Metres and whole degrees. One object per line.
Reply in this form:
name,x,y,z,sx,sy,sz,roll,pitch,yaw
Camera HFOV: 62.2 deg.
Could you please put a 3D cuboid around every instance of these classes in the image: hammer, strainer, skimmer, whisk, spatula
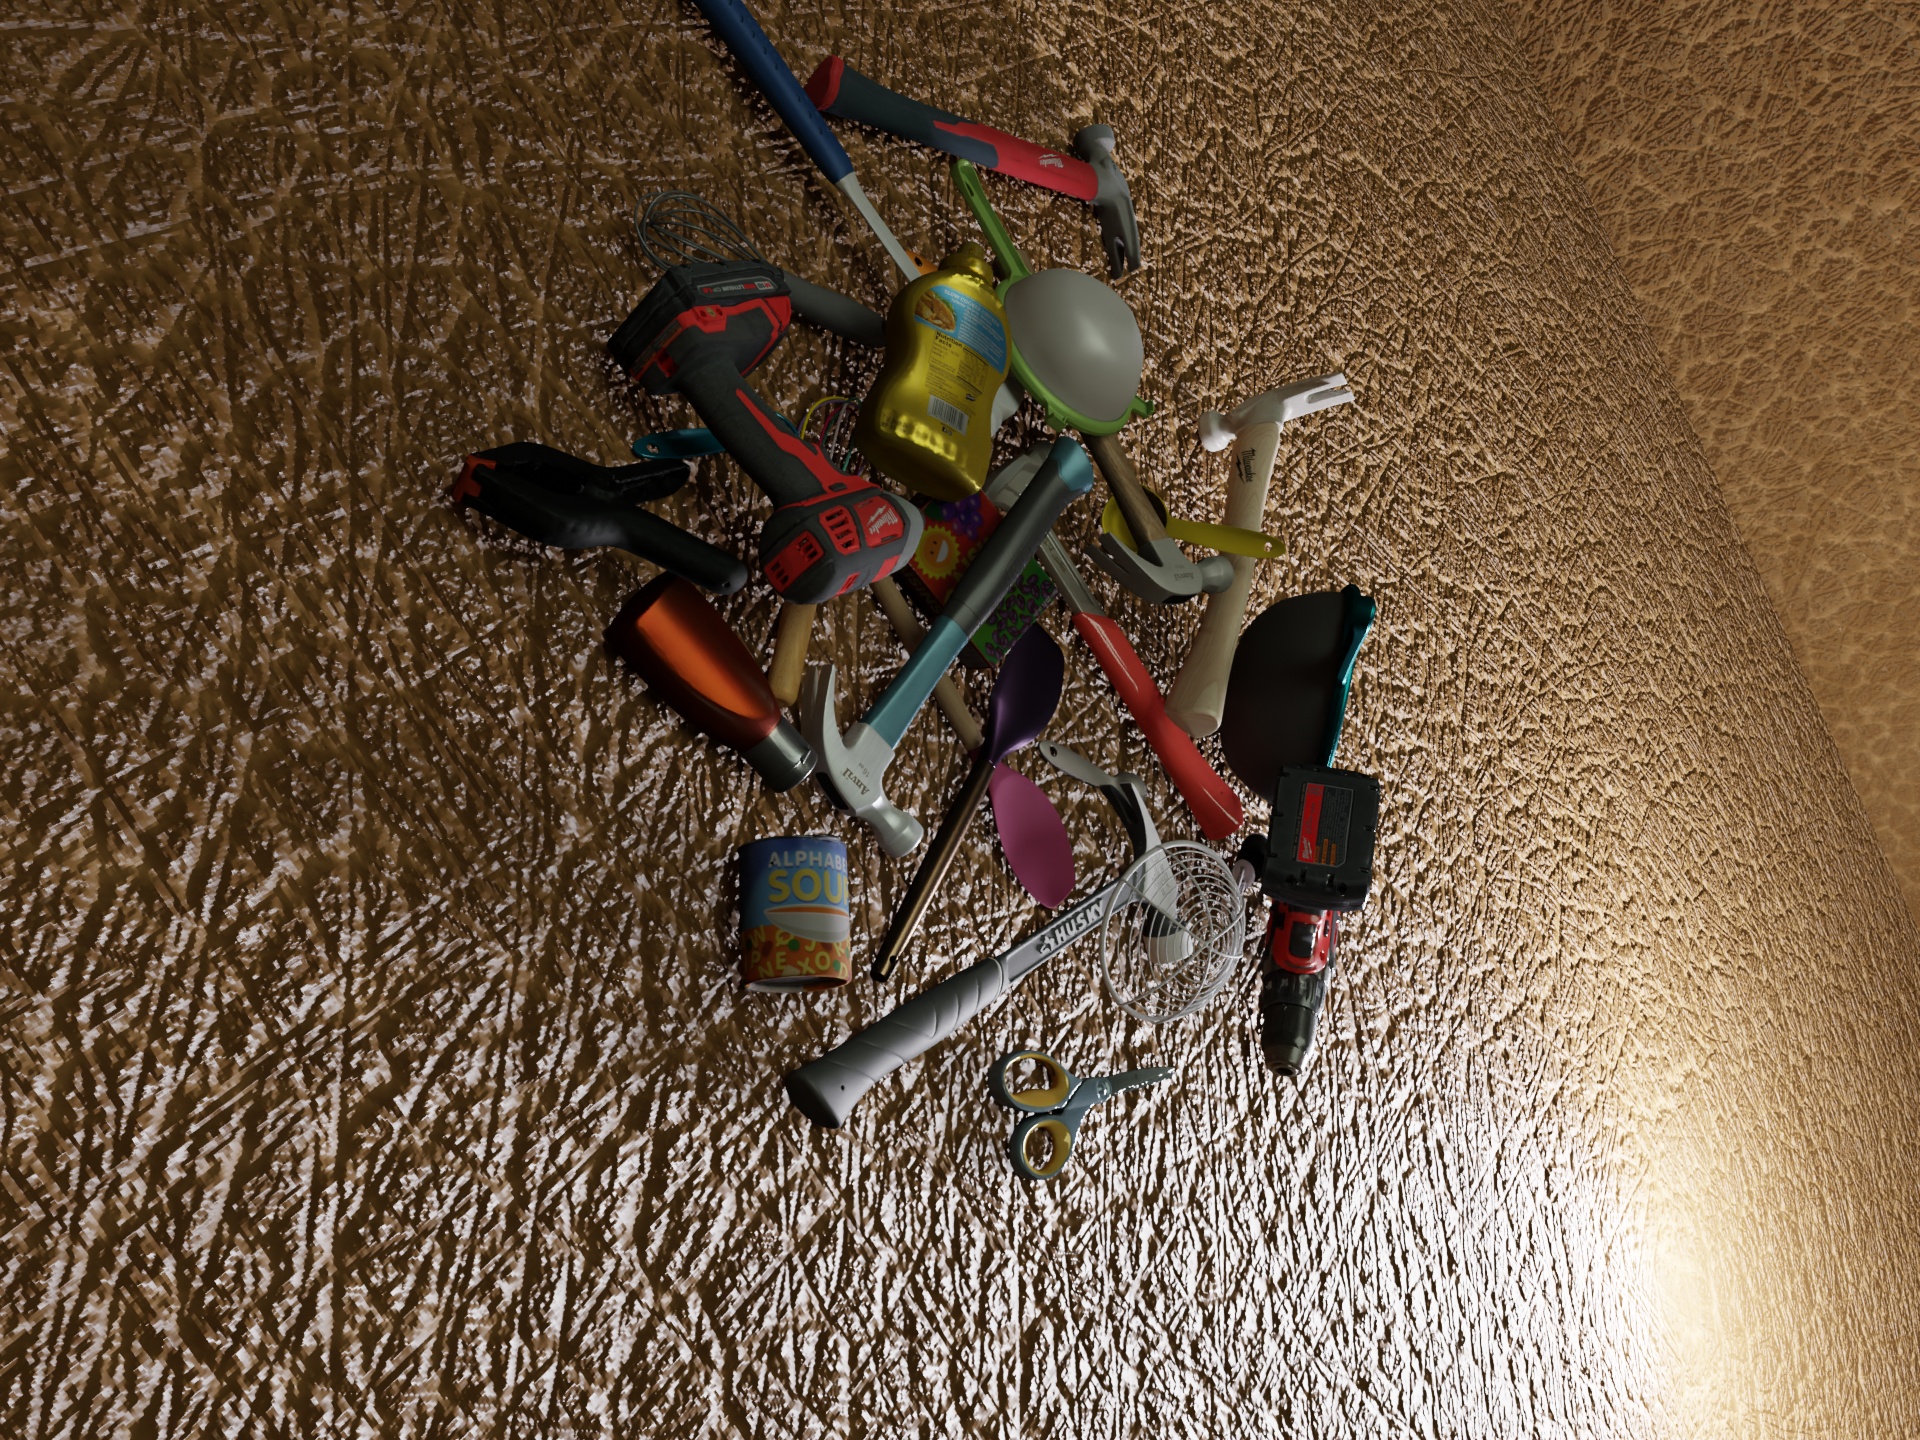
hammer,0.022,-0.473,1.347,0.386,0.038,0.143,-4,79,-48
hammer,0.122,-0.048,1.284,0.359,0.037,0.149,56,42,-14
hammer,0.002,-0.072,1.101,0.128,0.033,0.331,47,61,-24
strainer,0.074,-0.349,1.257,0.151,0.069,0.256,-20,79,-51
skimmer,0.182,0.129,1.216,0.363,0.090,0.127,-26,117,-73
whisk,-0.095,-0.120,1.071,0.047,0.051,0.245,34,54,-41
whisk,-0.130,-0.307,1.110,0.238,0.055,0.055,14,65,-49
spatula,0.009,0.052,1.112,0.059,0.018,0.316,47,51,-24
hammer,0.247,-0.151,1.367,0.038,0.146,0.411,50,42,-34
hammer,0.106,-0.242,1.297,0.130,0.031,0.331,-13,73,-44
strainer,0.268,-0.039,1.299,0.340,0.095,0.211,74,29,-73
hammer,-0.079,-0.396,1.189,0.405,0.035,0.144,53,33,-14
hammer,0.031,0.165,1.088,0.409,0.036,0.149,-24,102,-48

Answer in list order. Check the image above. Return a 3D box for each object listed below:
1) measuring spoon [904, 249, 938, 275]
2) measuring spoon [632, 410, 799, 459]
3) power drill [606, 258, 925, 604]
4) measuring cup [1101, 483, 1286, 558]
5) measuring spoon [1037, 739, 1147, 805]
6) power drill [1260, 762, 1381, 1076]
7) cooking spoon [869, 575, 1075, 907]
measuring spoon,-0.002,-0.350,1.289,0.116,0.011,0.021,25,57,-39
measuring spoon,-0.162,-0.179,1.044,0.128,0.021,0.042,-15,71,-40
power drill,-0.110,-0.180,1.009,0.220,0.078,0.143,56,35,4
measuring cup,0.196,-0.157,1.337,0.029,0.156,0.062,-7,110,-76
measuring spoon,0.107,0.040,1.244,0.124,0.018,0.034,27,56,-38
power drill,0.276,0.162,1.270,0.226,0.080,0.188,82,20,-53
cooking spoon,-0.002,-0.004,1.143,0.069,0.017,0.318,-41,106,-43
